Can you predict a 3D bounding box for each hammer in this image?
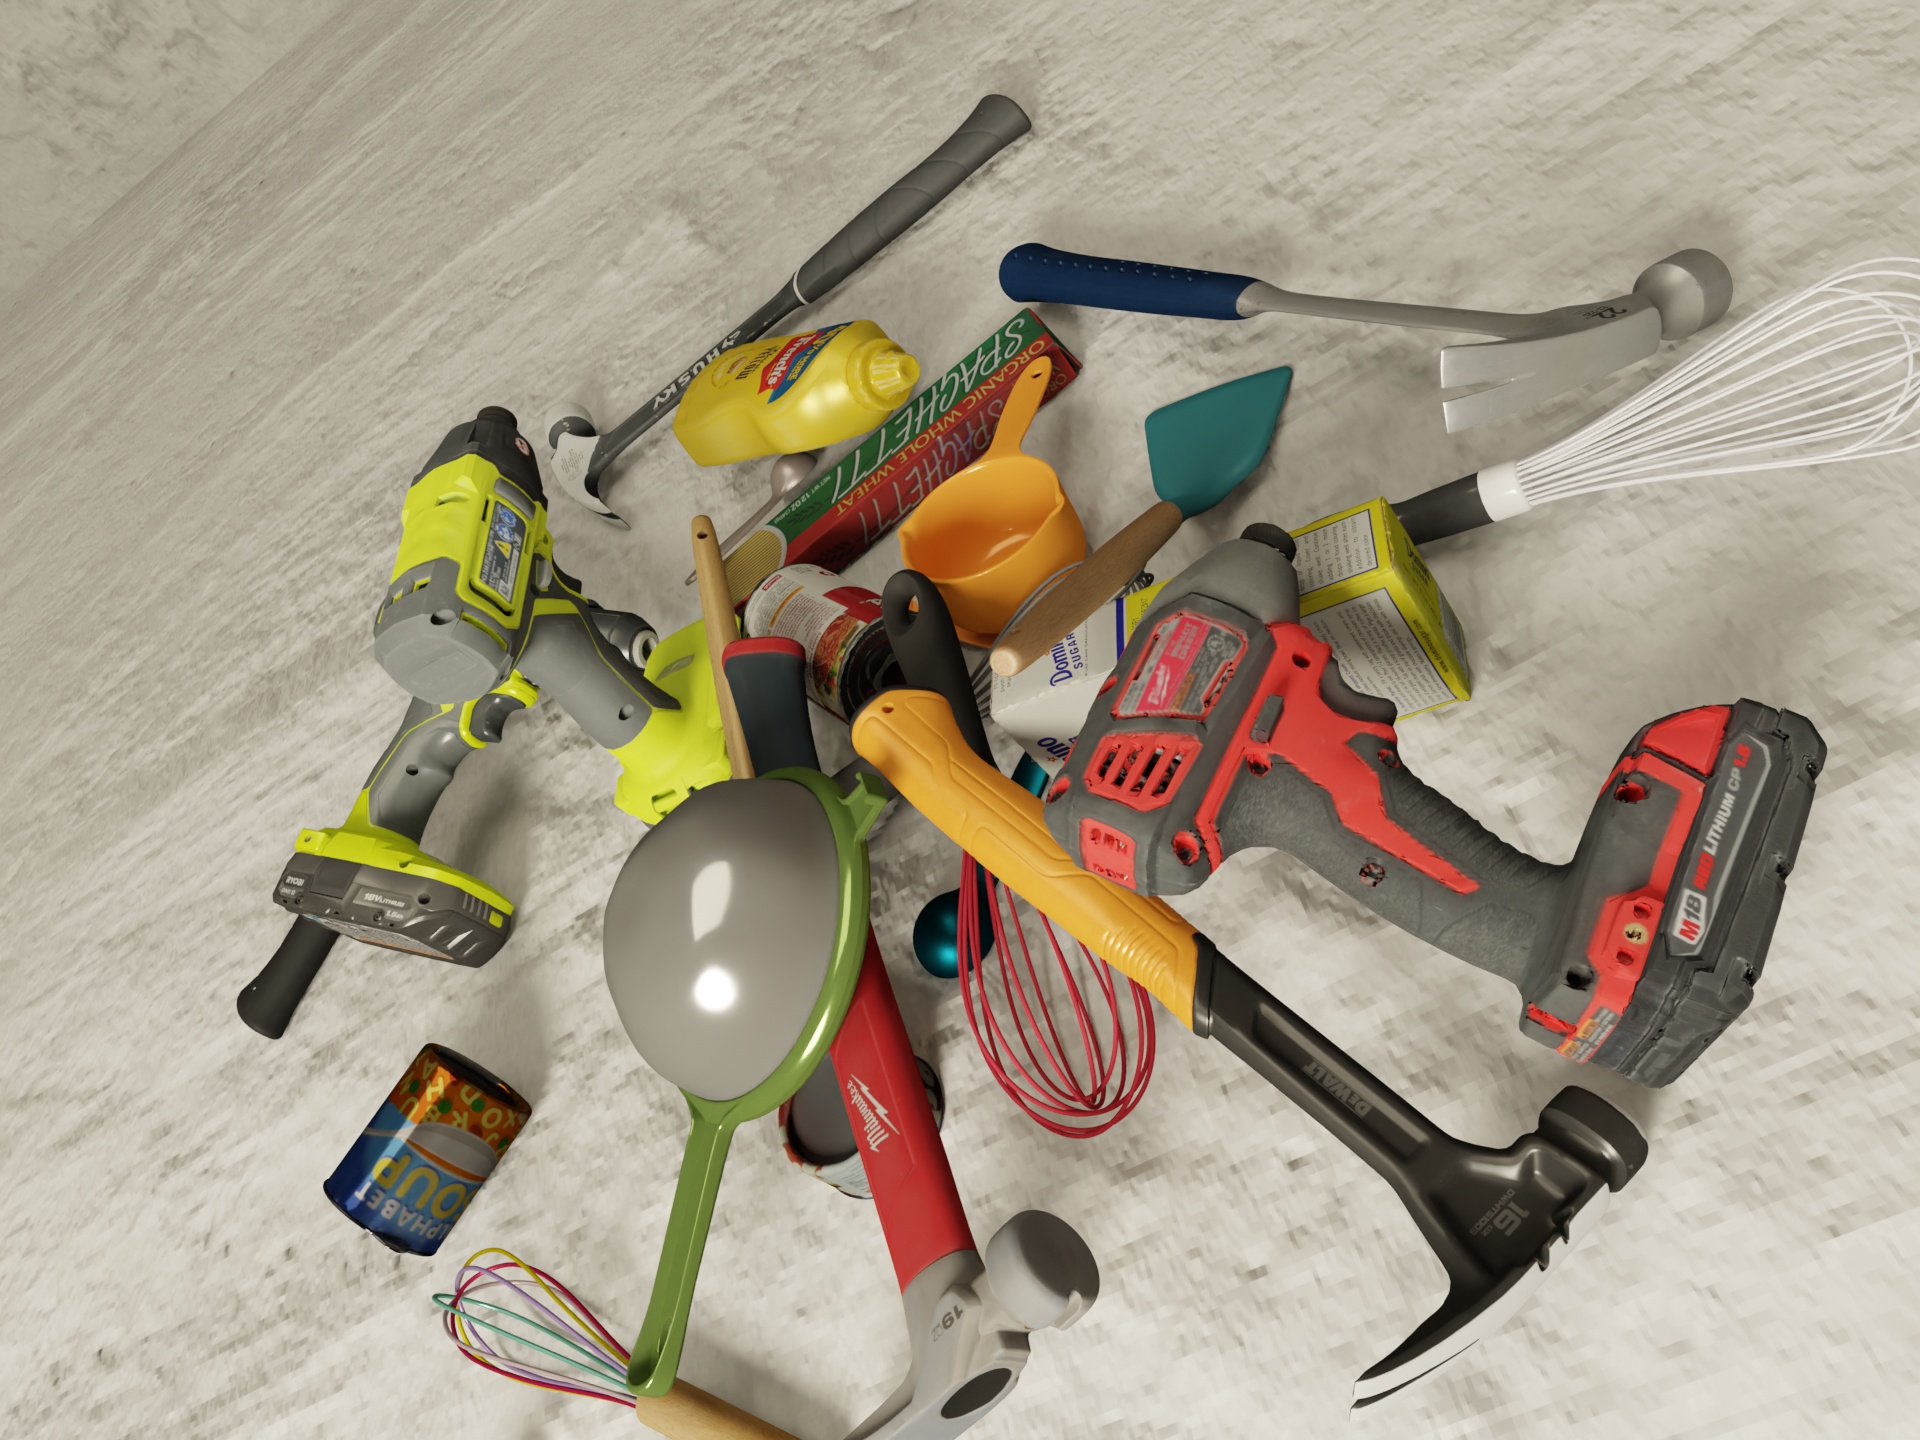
[{"bbox_3d":[-0.121,-0.285,1.089,0.409,0.036,0.149,-37,44,11],"label":"hammer"},{"bbox_3d":[0.064,0.087,0.576,0.127,0.034,0.337,-36,52,-20],"label":"hammer"},{"bbox_3d":[-0.362,0.049,1.031,0.146,0.035,0.335,9,66,44],"label":"hammer"},{"bbox_3d":[0.147,-0.205,0.779,0.144,0.035,0.406,-27,31,-25],"label":"hammer"},{"bbox_3d":[-0.059,0.107,0.668,0.143,0.038,0.387,-50,40,25],"label":"hammer"}]

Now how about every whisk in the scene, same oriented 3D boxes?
[{"bbox_3d":[-0.002,-0.004,0.772,0.239,0.055,0.055,-37,43,18],"label":"whisk"},{"bbox_3d":[0.012,0.042,0.685,0.073,0.073,0.296,-32,52,16],"label":"whisk"},{"bbox_3d":[0.250,-0.102,0.636,0.284,0.070,0.070,-19,49,35],"label":"whisk"},{"bbox_3d":[-0.145,0.277,0.676,0.245,0.051,0.047,6,57,38],"label":"whisk"}]

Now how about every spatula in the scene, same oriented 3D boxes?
[{"bbox_3d":[0.076,-0.091,0.695,0.082,0.044,0.317,-14,16,31],"label":"spatula"}]

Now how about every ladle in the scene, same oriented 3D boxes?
[{"bbox_3d":[-0.107,0.026,0.792,0.069,0.031,0.316,-12,62,-4],"label":"ladle"}]

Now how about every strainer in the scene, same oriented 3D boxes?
[{"bbox_3d":[-0.116,0.134,0.638,0.151,0.069,0.256,-7,66,52],"label":"strainer"}]

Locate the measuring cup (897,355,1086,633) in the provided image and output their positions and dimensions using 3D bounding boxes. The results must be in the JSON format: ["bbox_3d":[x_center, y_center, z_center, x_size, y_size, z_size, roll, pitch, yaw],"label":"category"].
[{"bbox_3d":[0.031,-0.118,0.828,0.095,0.052,0.174,-6,47,30],"label":"measuring cup"}]

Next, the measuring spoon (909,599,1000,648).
[{"bbox_3d":[0.004,-0.046,0.826,0.117,0.011,0.021,16,58,41],"label":"measuring spoon"}]

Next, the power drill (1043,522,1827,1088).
[{"bbox_3d":[0.152,0.018,0.530,0.220,0.078,0.143,22,66,18],"label":"power drill"}]

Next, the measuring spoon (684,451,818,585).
[{"bbox_3d":[-0.130,-0.125,0.959,0.034,0.018,0.124,-15,30,54],"label":"measuring spoon"}]

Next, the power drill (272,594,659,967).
[{"bbox_3d":[-0.288,0.022,0.937,0.190,0.080,0.229,7,68,26],"label":"power drill"}]

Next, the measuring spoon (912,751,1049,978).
[{"bbox_3d":[0.012,0.056,0.729,0.042,0.021,0.129,9,67,43],"label":"measuring spoon"}]

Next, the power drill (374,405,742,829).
[{"bbox_3d":[-0.191,-0.048,0.823,0.080,0.223,0.171,-23,47,24],"label":"power drill"}]
